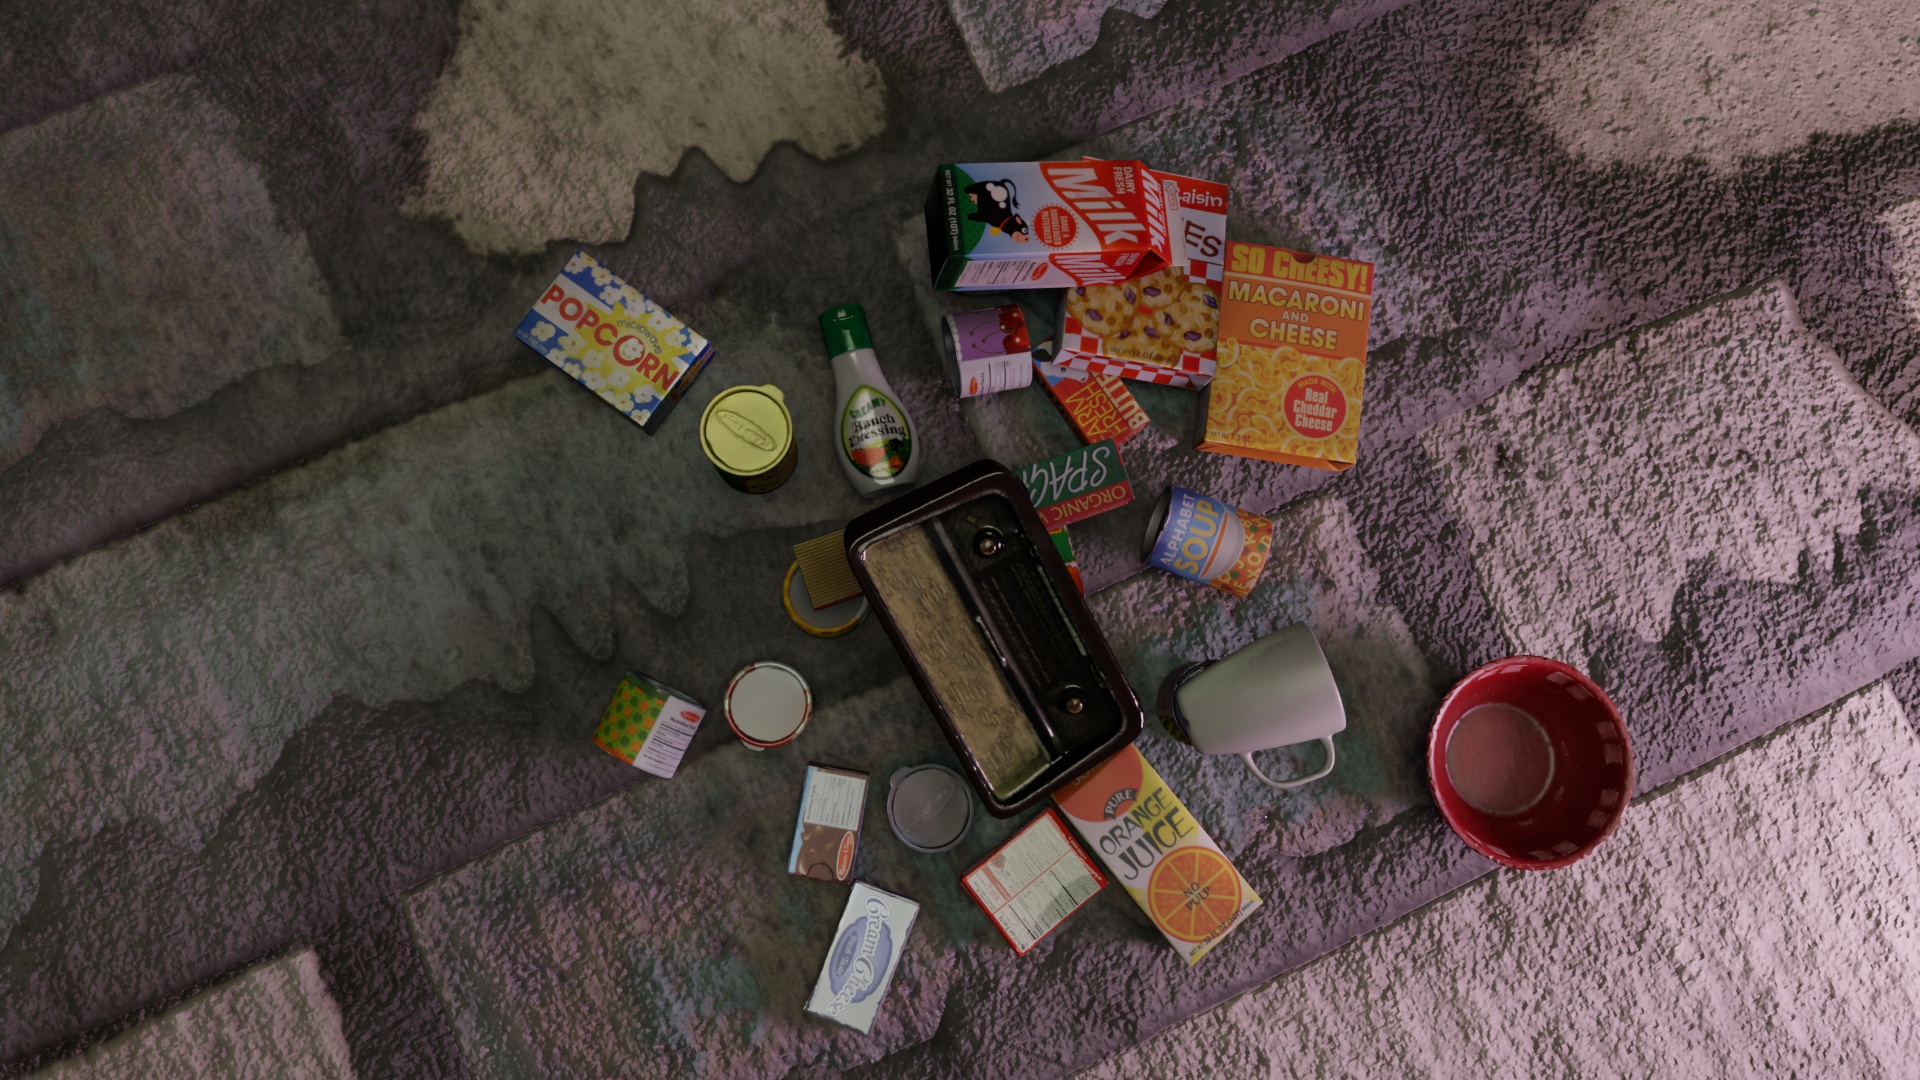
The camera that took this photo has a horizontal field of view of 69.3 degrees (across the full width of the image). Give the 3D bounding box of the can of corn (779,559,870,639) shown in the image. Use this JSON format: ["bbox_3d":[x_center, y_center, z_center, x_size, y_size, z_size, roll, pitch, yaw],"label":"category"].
[{"bbox_3d":[-0.103,0.041,1.047,0.071,0.058,0.071,1,83,-4],"label":"can of corn"}]

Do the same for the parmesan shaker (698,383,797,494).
[{"bbox_3d":[-0.154,-0.075,1.036,0.071,0.103,0.071,0,84,-4],"label":"parmesan shaker"}]

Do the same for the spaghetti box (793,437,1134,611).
[{"bbox_3d":[0.004,-0.013,1.011,0.250,0.028,0.050,-19,85,-3],"label":"spaghetti box"}]

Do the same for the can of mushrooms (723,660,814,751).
[{"bbox_3d":[-0.145,0.125,1.046,0.071,0.033,0.071,1,83,-5],"label":"can of mushrooms"}]

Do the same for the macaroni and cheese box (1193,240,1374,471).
[{"bbox_3d":[0.259,-0.147,1.108,0.124,0.040,0.166,8,82,-4],"label":"macaroni and cheese box"}]

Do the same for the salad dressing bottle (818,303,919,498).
[{"bbox_3d":[-0.075,-0.109,1.076,0.064,0.044,0.147,-15,84,-7],"label":"salad dressing bottle"}]

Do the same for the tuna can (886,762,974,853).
[{"bbox_3d":[-0.025,0.199,1.045,0.071,0.033,0.071,1,83,-4],"label":"tuna can"}]

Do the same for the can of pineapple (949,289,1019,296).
[{"bbox_3d":[0.018,-0.228,1.086,0.071,0.071,0.058,-3,82,-4],"label":"can of pineapple"}]

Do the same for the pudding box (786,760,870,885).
[{"bbox_3d":[-0.099,0.211,1.040,0.050,0.030,0.084,10,82,-4],"label":"pudding box"}]

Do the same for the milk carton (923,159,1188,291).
[{"bbox_3d":[0.074,-0.232,1.026,0.191,0.073,0.072,-4,80,-12],"label":"milk carton"}]

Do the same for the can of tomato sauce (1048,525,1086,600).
[{"bbox_3d":[0.056,0.014,1.059,0.071,0.071,0.083,-14,85,-6],"label":"can of tomato sauce"}]

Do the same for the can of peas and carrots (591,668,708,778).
[{"bbox_3d":[-0.231,0.134,1.024,0.071,0.071,0.059,27,82,0],"label":"can of peas and carrots"}]

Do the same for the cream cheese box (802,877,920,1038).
[{"bbox_3d":[-0.073,0.309,1.032,0.053,0.024,0.104,22,82,-2],"label":"cream cheese box"}]

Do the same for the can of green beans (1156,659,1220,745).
[{"bbox_3d":[0.187,0.125,1.058,0.071,0.057,0.071,1,83,-4],"label":"can of green beans"}]

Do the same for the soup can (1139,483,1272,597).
[{"bbox_3d":[0.189,0.000,1.067,0.084,0.071,0.071,19,82,-2],"label":"soup can"}]

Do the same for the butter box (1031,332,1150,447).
[{"bbox_3d":[0.099,-0.119,1.100,0.053,0.024,0.103,-34,86,-8],"label":"butter box"}]

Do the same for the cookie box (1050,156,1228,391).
[{"bbox_3d":[0.142,-0.210,1.094,0.123,0.040,0.168,9,74,-8],"label":"cookie box"}]

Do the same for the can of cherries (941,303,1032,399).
[{"bbox_3d":[0.020,-0.149,1.078,0.058,0.071,0.071,-11,84,-6],"label":"can of cherries"}]

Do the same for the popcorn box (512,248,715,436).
[{"bbox_3d":[-0.267,-0.153,1.071,0.127,0.038,0.085,36,81,1],"label":"popcorn box"}]

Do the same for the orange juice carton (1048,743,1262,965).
[{"bbox_3d":[0.130,0.214,1.035,0.072,0.073,0.193,-39,86,-6],"label":"orange juice carton"}]
